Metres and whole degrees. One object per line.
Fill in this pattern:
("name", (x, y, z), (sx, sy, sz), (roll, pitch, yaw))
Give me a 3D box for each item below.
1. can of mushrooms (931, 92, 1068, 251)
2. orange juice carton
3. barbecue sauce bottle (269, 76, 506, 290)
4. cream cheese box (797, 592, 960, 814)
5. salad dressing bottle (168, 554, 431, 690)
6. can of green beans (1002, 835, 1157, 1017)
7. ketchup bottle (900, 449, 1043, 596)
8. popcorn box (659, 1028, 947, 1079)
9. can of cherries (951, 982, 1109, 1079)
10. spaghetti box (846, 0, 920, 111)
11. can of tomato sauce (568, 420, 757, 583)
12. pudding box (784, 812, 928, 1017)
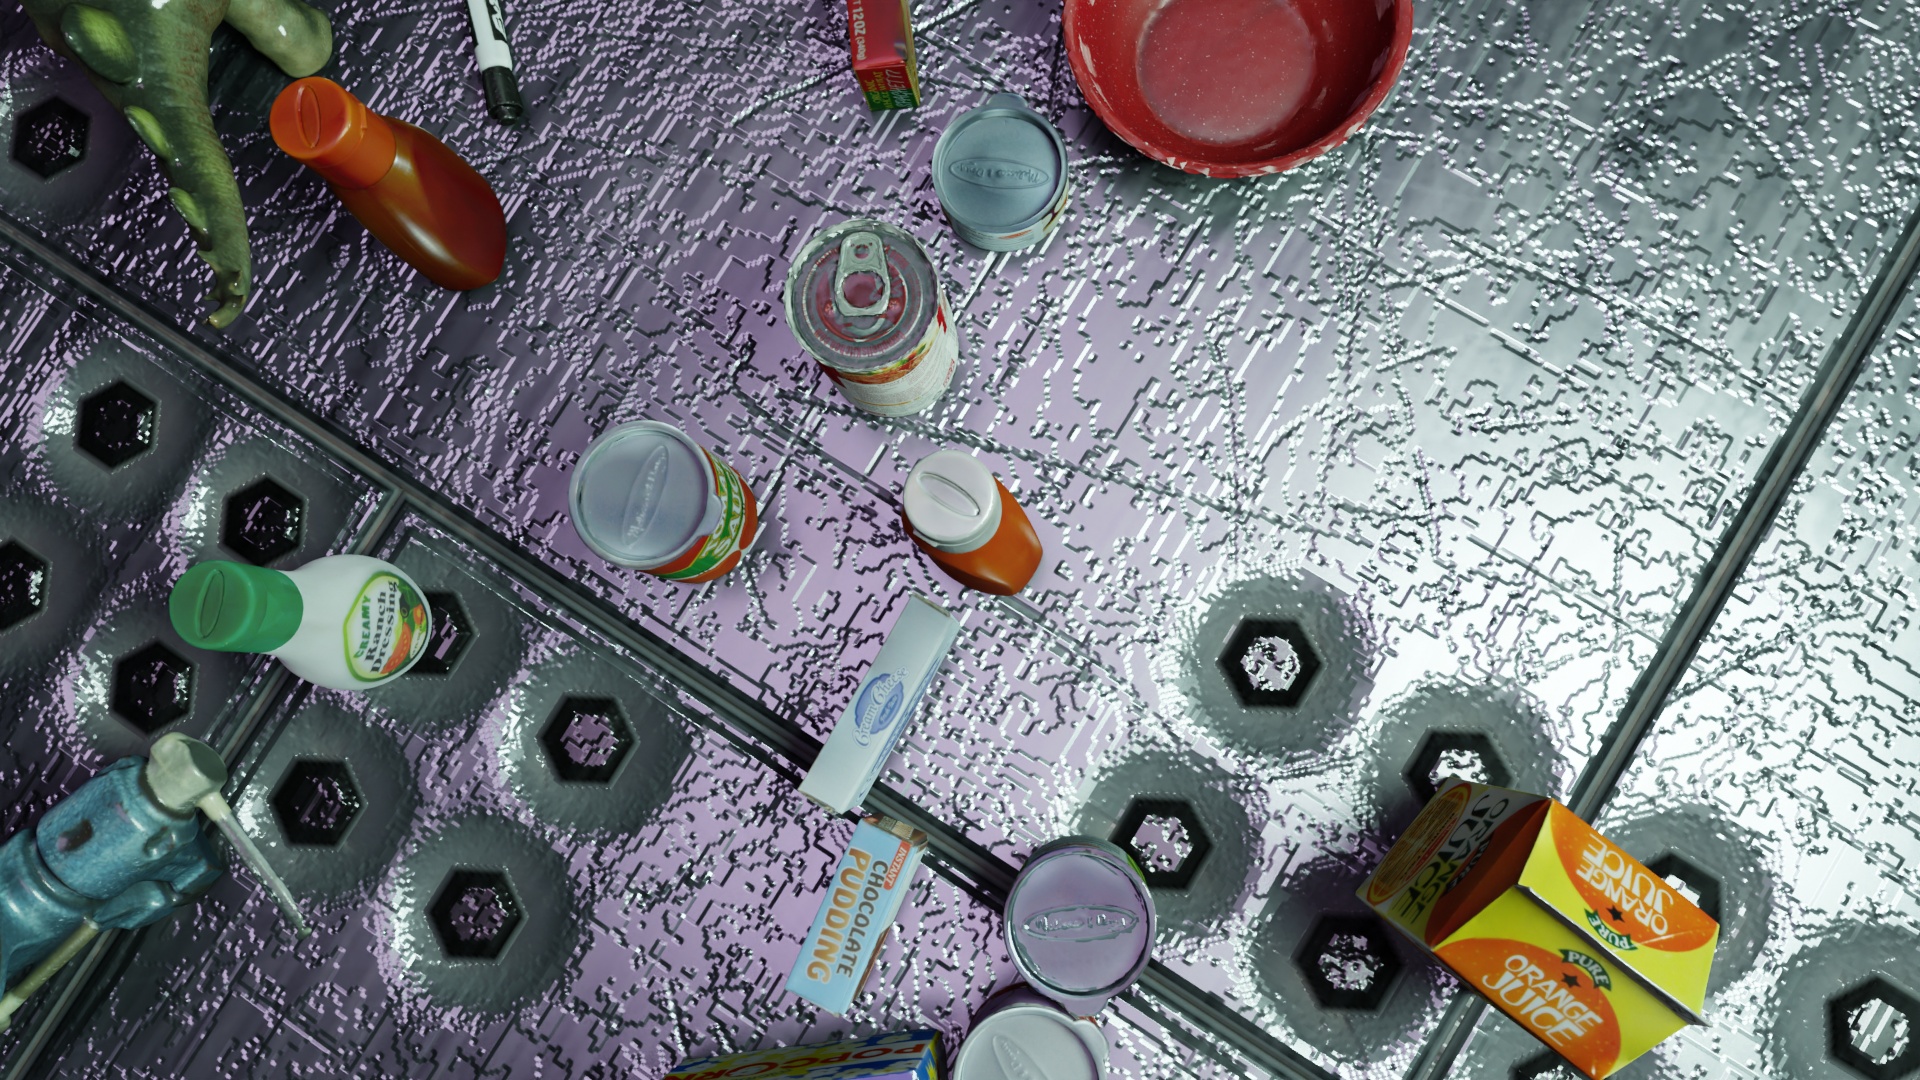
("can of mushrooms", (0.021, -0.180, 0.682), (0.071, 0.033, 0.071), (-1, 82, 5))
("orange juice carton", (0.221, 0.145, 0.540), (0.072, 0.192, 0.073), (39, 88, 9))
("barbecue sauce bottle", (-0.262, -0.167, 0.648), (0.044, 0.148, 0.065), (-11, 82, 4))
("cream cheese box", (-0.035, 0.076, 0.643), (0.024, 0.053, 0.104), (29, 86, 8))
("salad dressing bottle", (-0.292, 0.035, 0.624), (0.044, 0.147, 0.064), (9, 84, 6))
("can of green beans", (0.053, 0.167, 0.621), (0.071, 0.058, 0.071), (-1, 83, 5))
("ketchup bottle", (0.002, -0.008, 0.603), (0.065, 0.148, 0.043), (33, 87, 8))
("popcorn box", (-0.072, 0.248, 0.607), (0.127, 0.085, 0.038), (-9, 82, 4))
("can of cherries", (0.034, 0.233, 0.613), (0.071, 0.058, 0.071), (-1, 83, 5))
("spaghetti box", (-0.049, -0.344, 0.702), (0.029, 0.050, 0.250), (-7, 82, 4))
("can of tomato sauce", (-0.134, -0.015, 0.649), (0.071, 0.083, 0.071), (-1, 83, 5))
("pudding box", (-0.046, 0.169, 0.634), (0.030, 0.049, 0.084), (23, 85, 8))
